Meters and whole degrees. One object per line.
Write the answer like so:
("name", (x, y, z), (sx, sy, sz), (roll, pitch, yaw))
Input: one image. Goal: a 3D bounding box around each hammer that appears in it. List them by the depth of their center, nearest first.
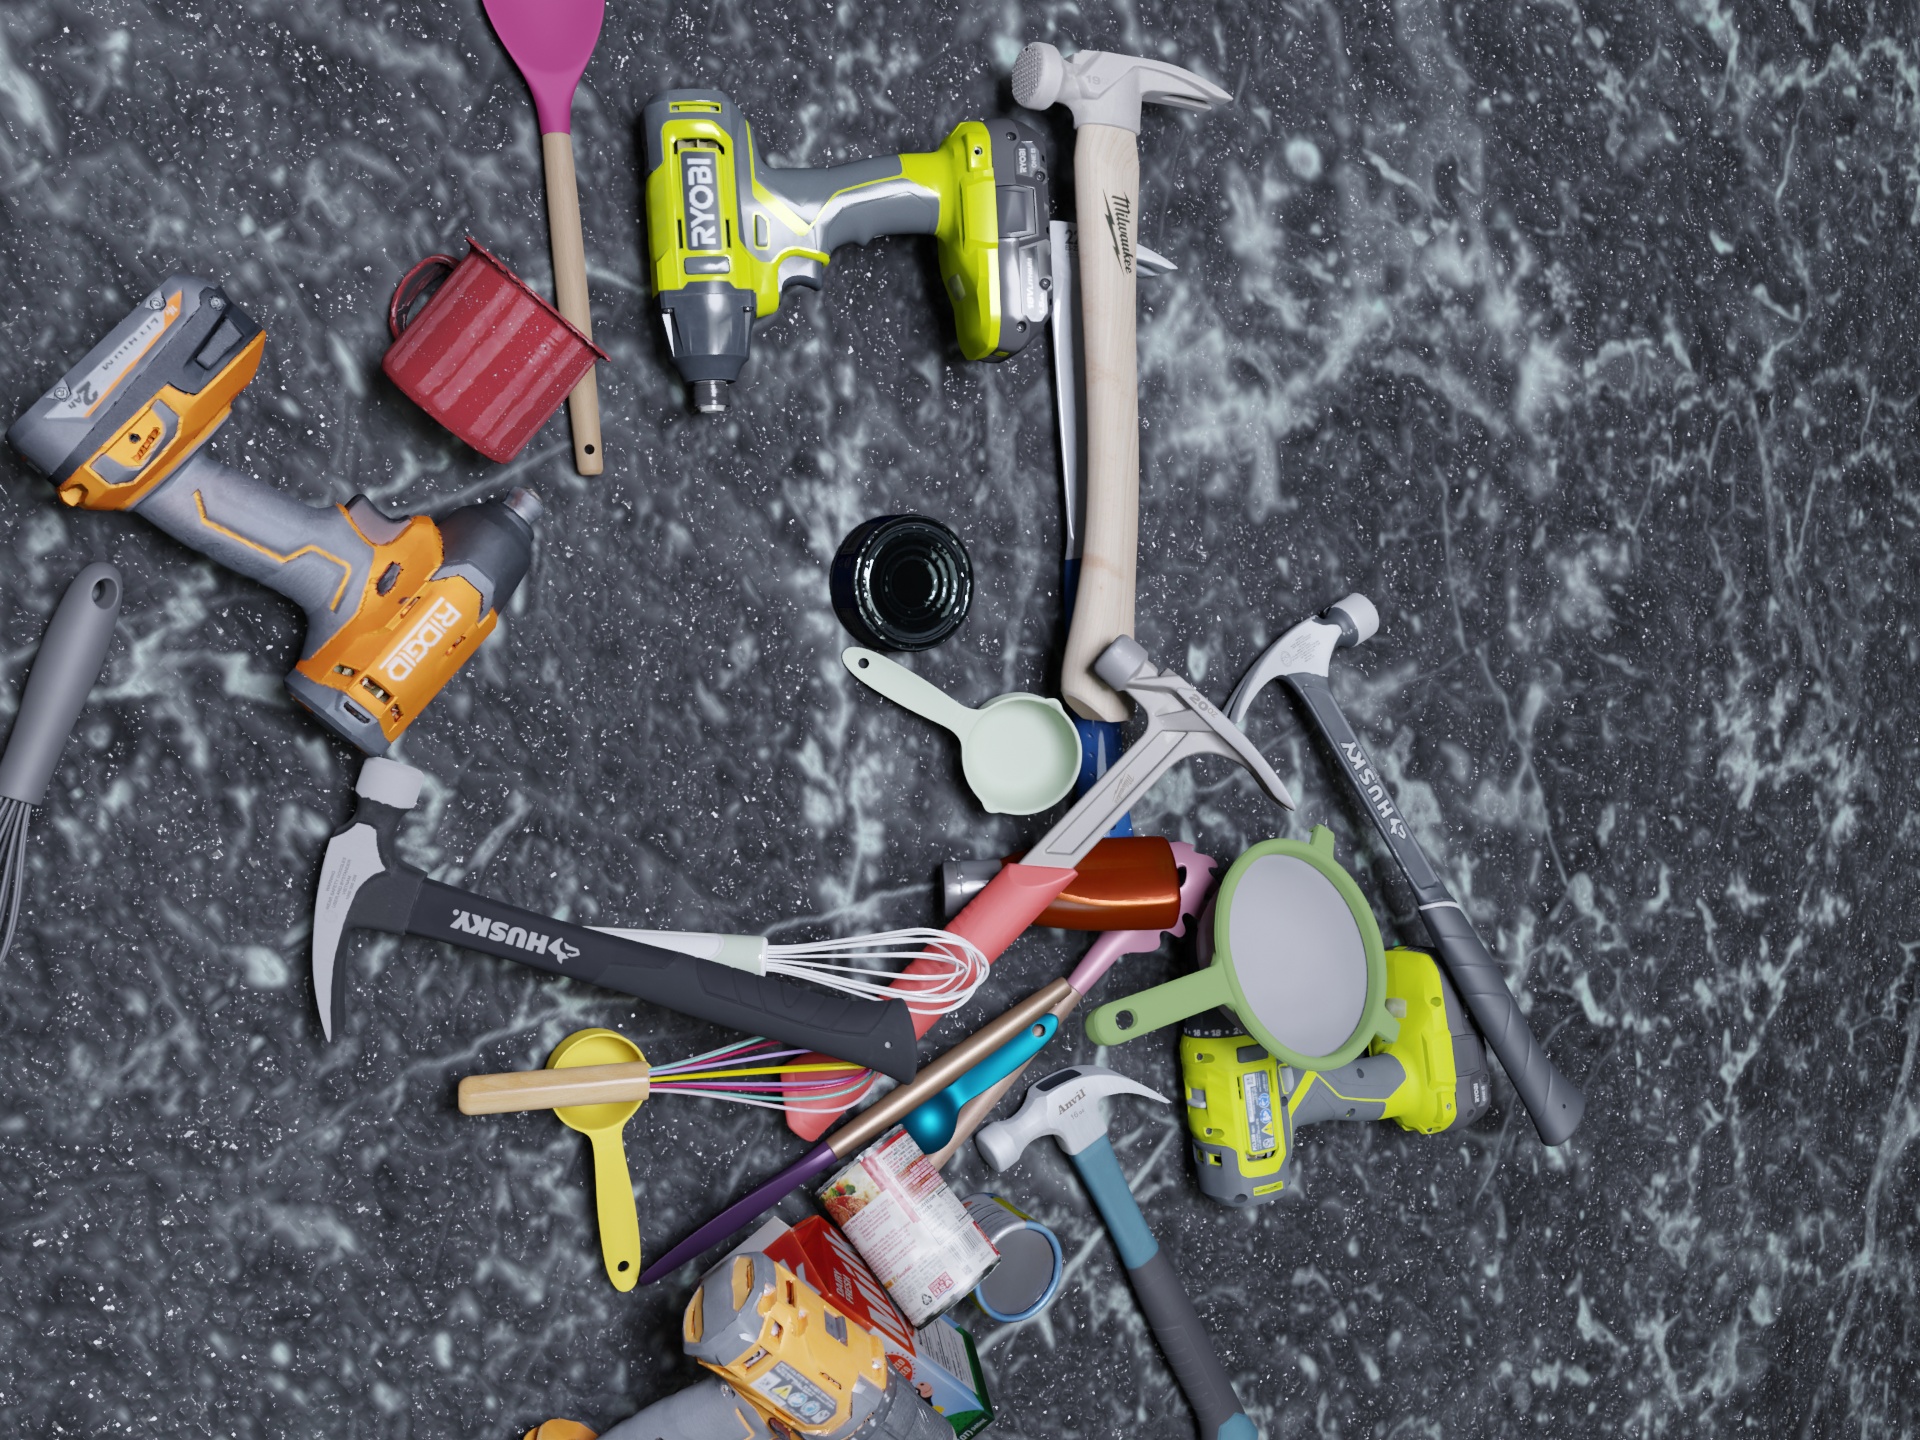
("hammer", (-0.181, 0.139, 0.862), (0.334, 0.035, 0.146), (18, 87, -9))
("hammer", (0.031, 0.123, 0.967), (0.149, 0.036, 0.359), (44, 90, 4))
("hammer", (0.103, -0.205, 1.004), (0.146, 0.038, 0.410), (-3, 95, -29))
("hammer", (0.085, -0.118, 1.041), (0.144, 0.035, 0.405), (-8, 97, -27))
("hammer", (0.129, 0.381, 1.101), (0.128, 0.033, 0.330), (-32, 108, -21))
("hammer", (0.326, 0.118, 1.125), (0.149, 0.036, 0.409), (-30, 91, -23))

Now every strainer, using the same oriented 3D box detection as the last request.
("strainer", (0.164, 0.166, 1.016), (0.256, 0.069, 0.151), (-12, 80, -37))

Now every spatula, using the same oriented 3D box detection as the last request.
("spatula", (-0.058, 0.248, 0.974), (0.316, 0.059, 0.018), (-31, 70, -19))

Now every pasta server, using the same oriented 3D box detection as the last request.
("pasta server", (0.059, 0.199, 1.045), (0.316, 0.060, 0.040), (-49, 152, -9))

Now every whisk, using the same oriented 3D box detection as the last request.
("whisk", (-0.456, 0.034, 0.761), (0.055, 0.055, 0.239), (22, 79, -27))
("whisk", (-0.153, 0.198, 0.891), (0.245, 0.047, 0.051), (-1, 109, -18))
("whisk", (-0.106, 0.137, 0.914), (0.246, 0.058, 0.059), (4, 137, -6))

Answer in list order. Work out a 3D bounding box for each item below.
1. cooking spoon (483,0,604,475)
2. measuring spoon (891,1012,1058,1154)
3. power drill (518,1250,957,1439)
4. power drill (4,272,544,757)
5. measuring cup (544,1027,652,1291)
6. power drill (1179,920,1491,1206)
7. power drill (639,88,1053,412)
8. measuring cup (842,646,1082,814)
("cooking spoon", (-0.221, -0.296, 0.876), (0.068, 0.017, 0.319), (-7, 96, -23))
("measuring spoon", (0.011, 0.227, 1.010), (0.128, 0.021, 0.042), (-37, 76, -6))
("power drill", (-0.129, 0.415, 0.889), (0.226, 0.084, 0.185), (-41, 113, 10))
("power drill", (-0.328, -0.112, 0.800), (0.226, 0.084, 0.164), (46, 72, -27))
("measuring cup", (-0.206, 0.253, 0.918), (0.062, 0.029, 0.156), (-10, 101, -27))
("power drill", (0.258, 0.227, 1.134), (0.228, 0.080, 0.190), (-5, 87, -25))
("power drill", (-0.065, -0.266, 0.913), (0.223, 0.080, 0.171), (-5, 95, -13))
("measuring cup", (-0.002, -0.003, 1.007), (0.167, 0.038, 0.083), (30, 96, -8))
